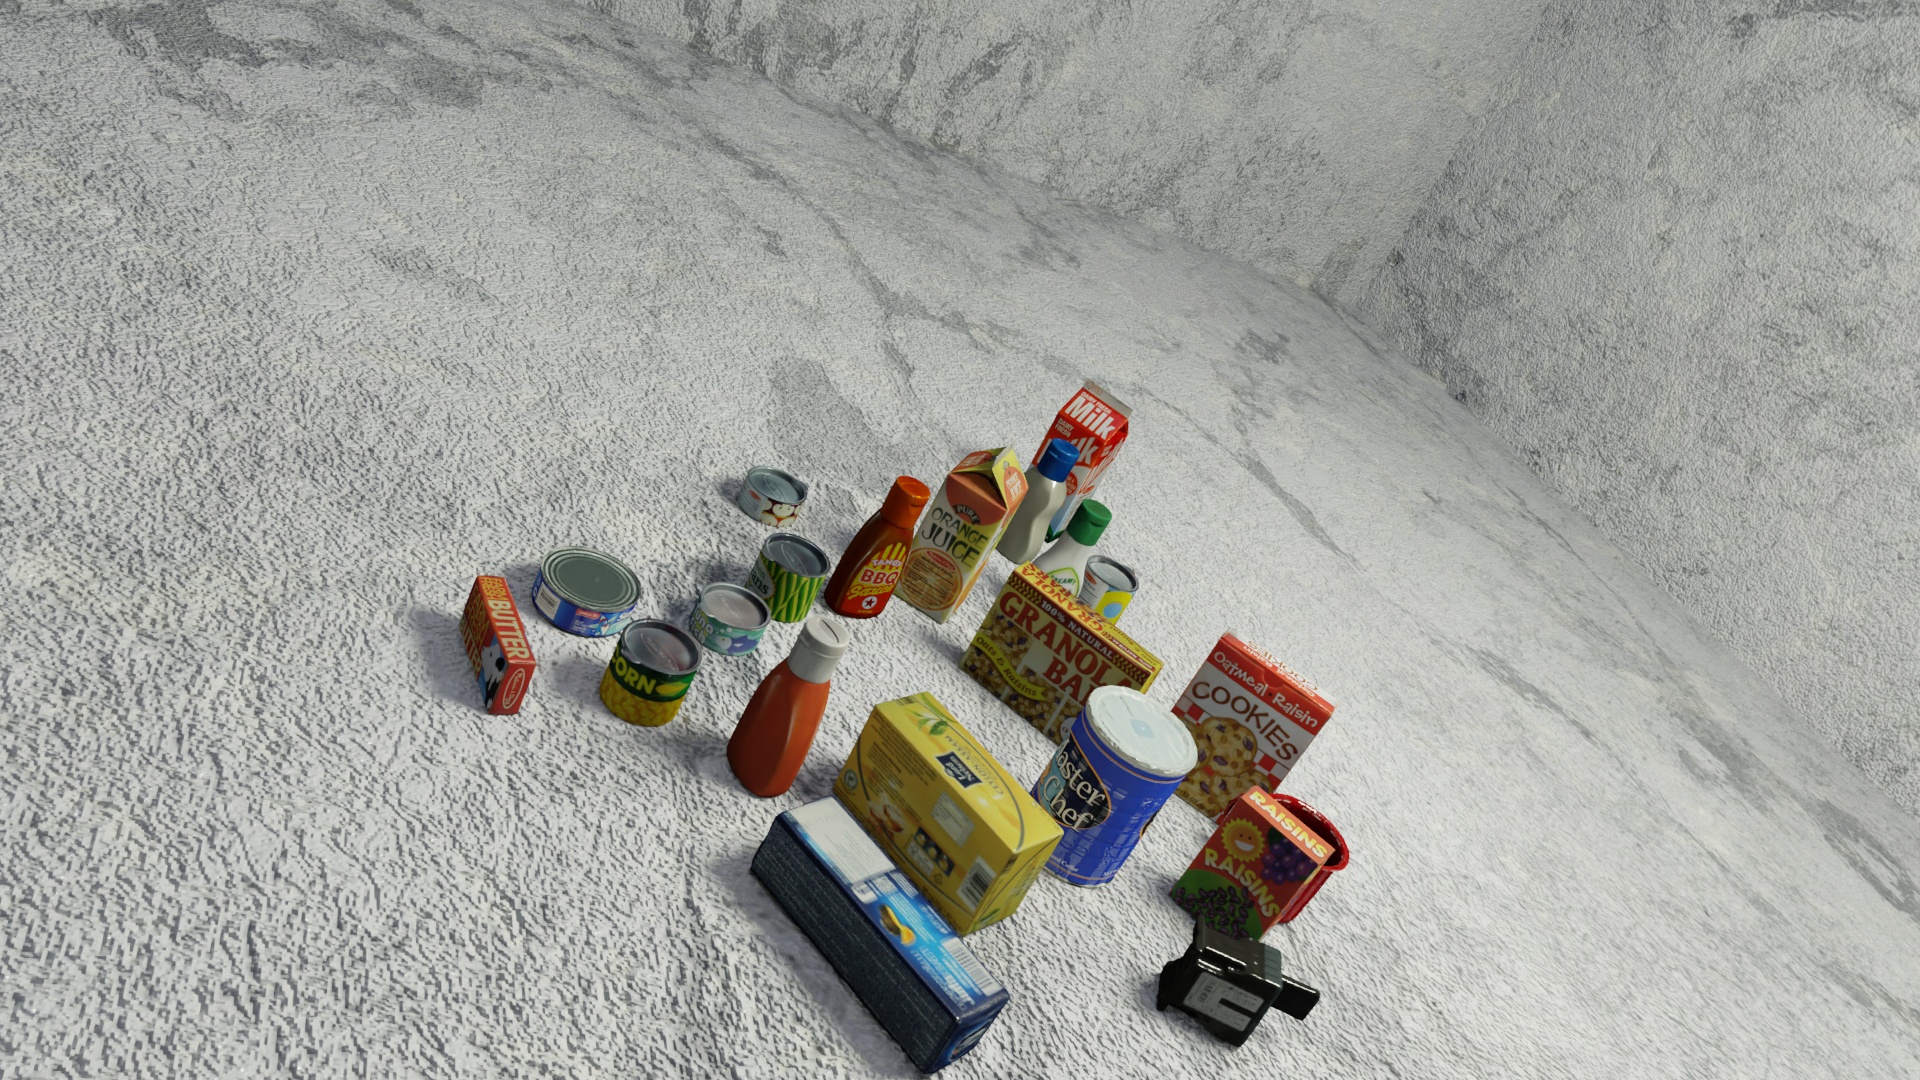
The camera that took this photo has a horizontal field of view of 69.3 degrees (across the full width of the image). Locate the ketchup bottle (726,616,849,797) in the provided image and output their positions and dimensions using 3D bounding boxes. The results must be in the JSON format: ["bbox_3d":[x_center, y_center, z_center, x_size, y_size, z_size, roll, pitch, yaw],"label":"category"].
[{"bbox_3d":[-0.131,0.125,1.069,0.043,0.148,0.065,1,38,-44],"label":"ketchup bottle"}]

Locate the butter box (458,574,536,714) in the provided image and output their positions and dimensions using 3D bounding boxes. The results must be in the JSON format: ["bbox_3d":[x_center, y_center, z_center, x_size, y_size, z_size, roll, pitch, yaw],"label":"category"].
[{"bbox_3d":[-0.351,0.078,1.049,0.024,0.053,0.104,6,34,-38],"label":"butter box"}]

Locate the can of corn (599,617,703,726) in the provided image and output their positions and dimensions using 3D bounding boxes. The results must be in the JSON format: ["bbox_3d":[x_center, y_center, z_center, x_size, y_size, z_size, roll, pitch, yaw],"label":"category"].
[{"bbox_3d":[-0.246,0.105,1.096,0.071,0.058,0.071,23,27,-12],"label":"can of corn"}]

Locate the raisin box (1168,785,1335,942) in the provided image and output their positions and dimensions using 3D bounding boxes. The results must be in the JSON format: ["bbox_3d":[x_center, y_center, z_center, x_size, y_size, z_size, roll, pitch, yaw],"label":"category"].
[{"bbox_3d":[0.247,0.283,1.184,0.086,0.122,0.040,40,28,22],"label":"raisin box"}]

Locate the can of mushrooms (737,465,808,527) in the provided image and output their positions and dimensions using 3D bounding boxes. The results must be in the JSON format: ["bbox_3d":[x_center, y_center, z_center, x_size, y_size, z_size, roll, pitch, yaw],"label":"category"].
[{"bbox_3d":[-0.194,-0.046,1.441,0.071,0.033,0.071,23,27,-12],"label":"can of mushrooms"}]

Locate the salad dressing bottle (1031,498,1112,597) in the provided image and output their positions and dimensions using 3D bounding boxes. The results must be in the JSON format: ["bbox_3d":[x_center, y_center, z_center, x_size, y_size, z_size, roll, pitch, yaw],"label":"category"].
[{"bbox_3d":[0.112,0.023,1.486,0.064,0.147,0.044,19,28,-20],"label":"salad dressing bottle"}]

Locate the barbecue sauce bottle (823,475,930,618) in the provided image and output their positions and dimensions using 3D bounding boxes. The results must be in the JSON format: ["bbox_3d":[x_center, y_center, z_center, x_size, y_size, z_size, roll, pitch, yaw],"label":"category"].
[{"bbox_3d":[-0.076,0.006,1.334,0.065,0.148,0.044,6,34,-39],"label":"barbecue sauce bottle"}]

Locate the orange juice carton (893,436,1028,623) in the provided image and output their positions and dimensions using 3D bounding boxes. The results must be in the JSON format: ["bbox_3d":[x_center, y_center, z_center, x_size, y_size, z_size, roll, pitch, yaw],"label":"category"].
[{"bbox_3d":[0.005,-0.018,1.405,0.073,0.191,0.072,32,26,6],"label":"orange juice carton"}]

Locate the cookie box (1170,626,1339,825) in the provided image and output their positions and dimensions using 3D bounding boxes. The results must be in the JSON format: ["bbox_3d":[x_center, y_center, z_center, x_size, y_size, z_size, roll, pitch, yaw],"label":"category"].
[{"bbox_3d":[0.262,0.184,1.325,0.123,0.166,0.040,35,27,13],"label":"cookie box"}]

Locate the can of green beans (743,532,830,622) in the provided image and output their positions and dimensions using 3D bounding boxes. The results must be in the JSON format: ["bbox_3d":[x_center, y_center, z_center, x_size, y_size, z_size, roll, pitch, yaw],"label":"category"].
[{"bbox_3d":[-0.163,0.035,1.301,0.071,0.057,0.071,23,27,-12],"label":"can of green beans"}]

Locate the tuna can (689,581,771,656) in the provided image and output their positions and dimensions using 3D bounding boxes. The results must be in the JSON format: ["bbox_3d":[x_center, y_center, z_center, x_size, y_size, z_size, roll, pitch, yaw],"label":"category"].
[{"bbox_3d":[-0.206,0.070,1.226,0.071,0.032,0.071,23,27,-12],"label":"tuna can"}]

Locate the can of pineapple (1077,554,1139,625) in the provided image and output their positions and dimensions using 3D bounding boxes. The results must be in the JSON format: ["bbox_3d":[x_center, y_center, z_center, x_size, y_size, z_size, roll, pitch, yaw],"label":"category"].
[{"bbox_3d":[0.161,0.059,1.573,0.071,0.057,0.071,23,27,-12],"label":"can of pineapple"}]

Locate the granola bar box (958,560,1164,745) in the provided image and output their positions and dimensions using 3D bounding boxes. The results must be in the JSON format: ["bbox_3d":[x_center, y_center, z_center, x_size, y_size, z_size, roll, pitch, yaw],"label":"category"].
[{"bbox_3d":[0.093,0.118,1.327,0.166,0.123,0.039,37,27,16],"label":"granola bar box"}]

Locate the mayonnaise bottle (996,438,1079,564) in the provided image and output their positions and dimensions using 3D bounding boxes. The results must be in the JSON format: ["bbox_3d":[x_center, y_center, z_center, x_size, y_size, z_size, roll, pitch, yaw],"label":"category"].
[{"bbox_3d":[0.087,-0.047,1.587,0.065,0.147,0.041,43,30,27],"label":"mayonnaise bottle"}]

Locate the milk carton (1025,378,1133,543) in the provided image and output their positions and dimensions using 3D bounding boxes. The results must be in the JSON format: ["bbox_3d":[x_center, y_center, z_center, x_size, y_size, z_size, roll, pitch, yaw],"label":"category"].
[{"bbox_3d":[0.136,-0.098,1.677,0.072,0.189,0.074,37,27,17],"label":"milk carton"}]
